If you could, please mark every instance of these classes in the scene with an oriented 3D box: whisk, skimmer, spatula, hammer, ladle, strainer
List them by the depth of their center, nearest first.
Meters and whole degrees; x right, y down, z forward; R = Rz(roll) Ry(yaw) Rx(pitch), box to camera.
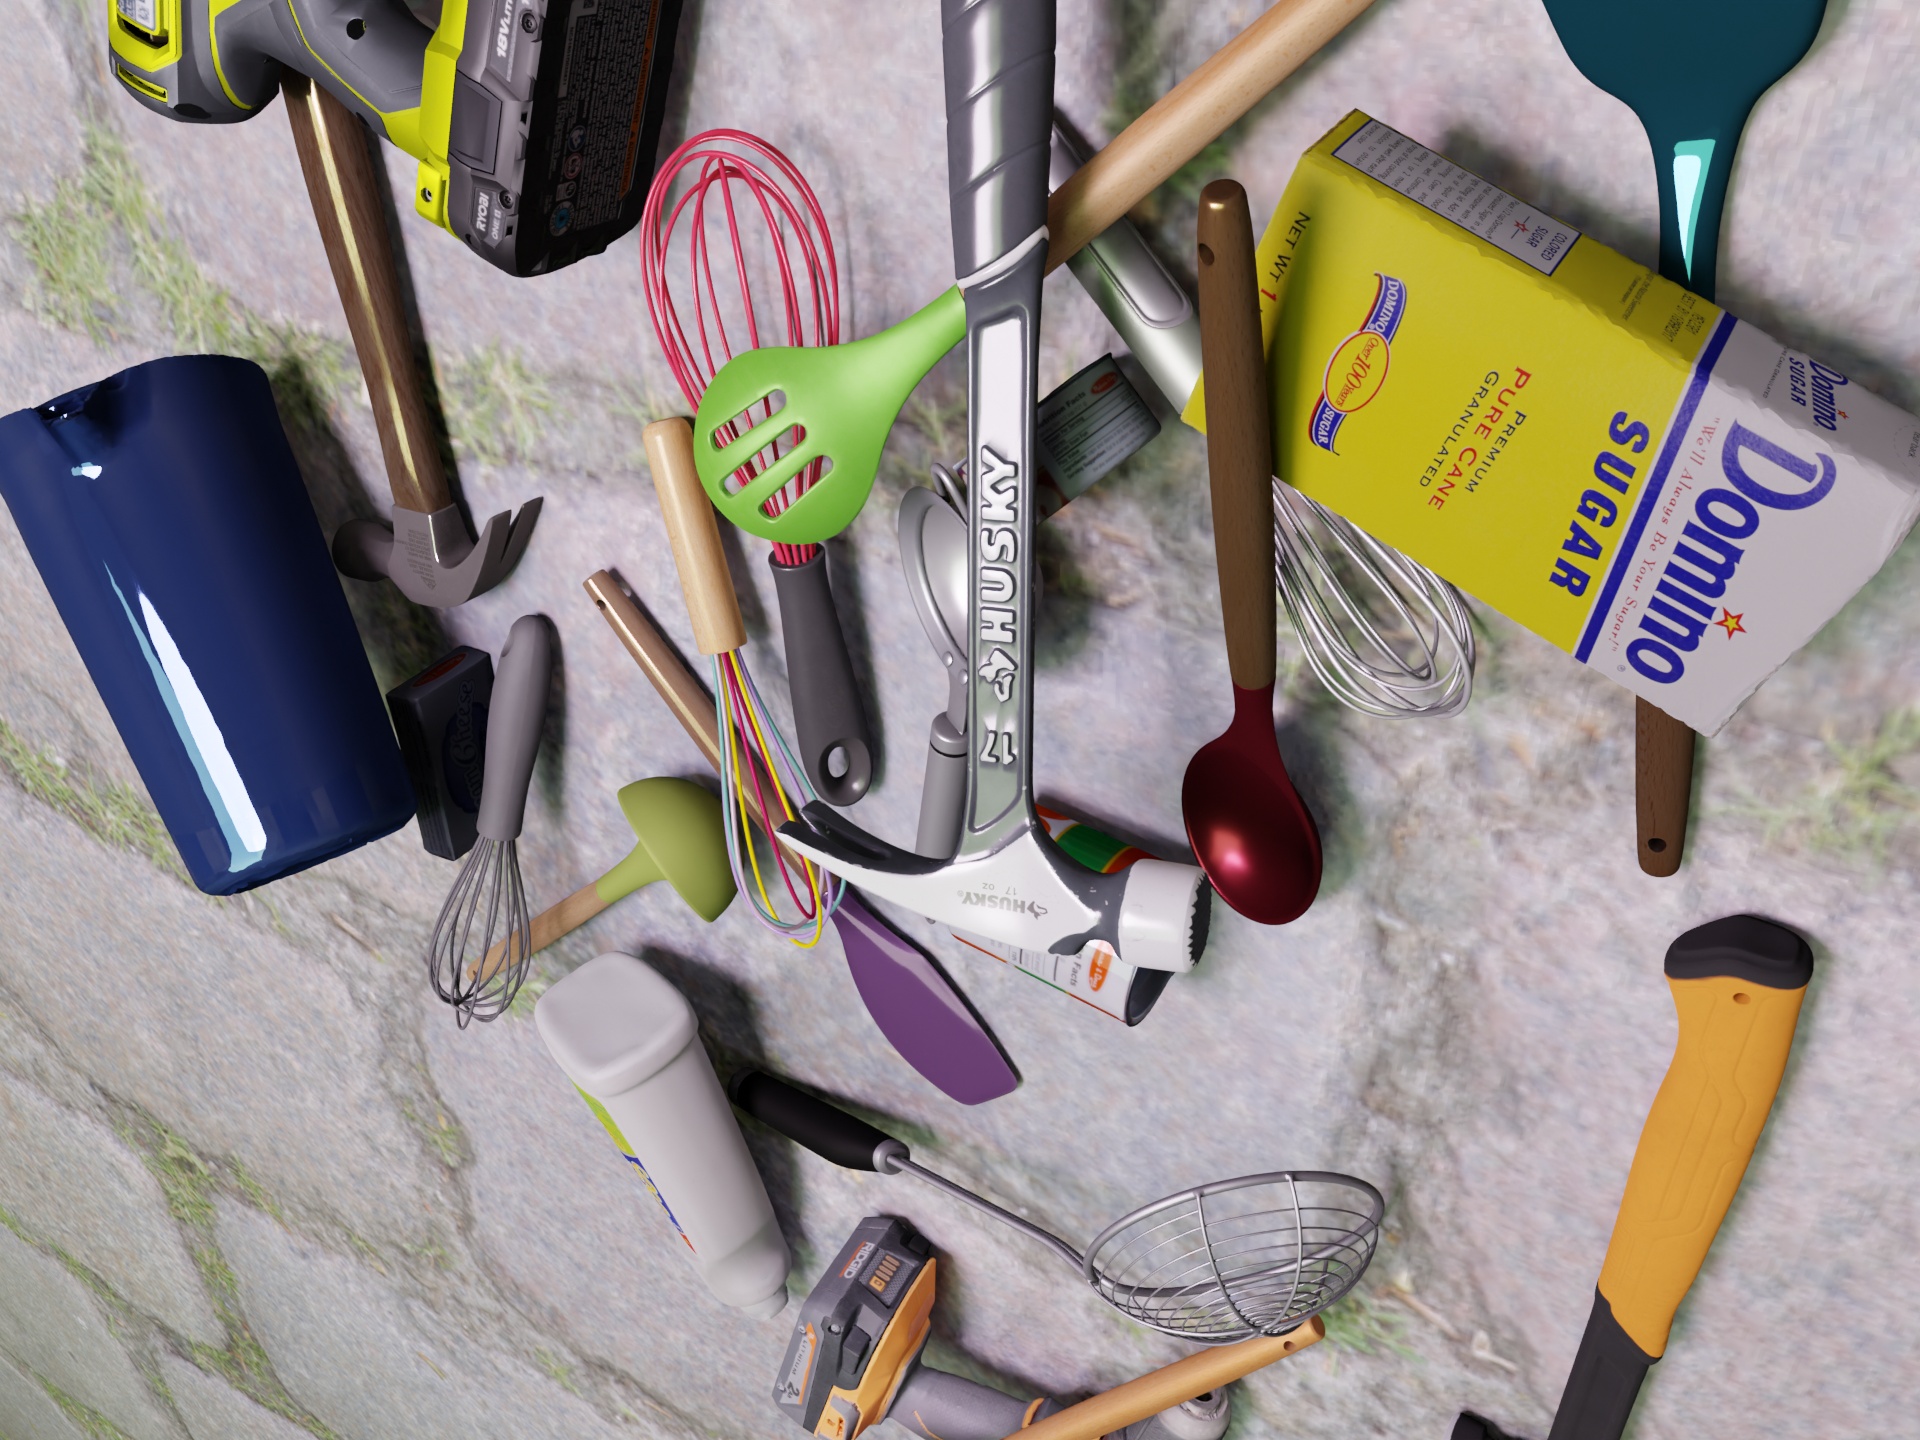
[{"bbox_3d":[0.198,-0.083,0.447,0.082,0.044,0.317,8,124,33],"label":"spatula"},{"bbox_3d":[0.008,-0.119,0.481,0.149,0.036,0.408,7,111,20],"label":"hammer"},{"bbox_3d":[0.090,-0.031,0.502,0.069,0.031,0.315,40,159,34],"label":"ladle"},{"bbox_3d":[0.086,-0.100,0.516,0.246,0.058,0.059,53,163,1],"label":"whisk"},{"bbox_3d":[0.266,0.214,0.598,0.127,0.034,0.336,18,127,27],"label":"hammer"},{"bbox_3d":[-0.067,-0.082,0.629,0.073,0.073,0.295,14,131,28],"label":"whisk"},{"bbox_3d":[-0.001,-0.002,0.646,0.087,0.050,0.258,51,148,35],"label":"strainer"},{"bbox_3d":[-0.095,-0.011,0.698,0.051,0.047,0.245,-15,106,-7],"label":"whisk"},{"bbox_3d":[-0.265,-0.202,0.710,0.130,0.031,0.331,15,125,28],"label":"hammer"},{"bbox_3d":[-0.080,0.060,0.757,0.060,0.018,0.316,-29,100,40],"label":"spatula"},{"bbox_3d":[0.021,0.202,0.759,0.363,0.090,0.127,12,162,43],"label":"skimmer"},{"bbox_3d":[0.040,0.351,0.762,0.322,0.041,0.081,-37,96,29],"label":"spatula"},{"bbox_3d":[-0.239,0.057,0.821,0.055,0.055,0.239,24,113,21],"label":"whisk"},{"bbox_3d":[-0.210,0.105,0.856,0.320,0.062,0.078,-31,96,46],"label":"ladle"}]

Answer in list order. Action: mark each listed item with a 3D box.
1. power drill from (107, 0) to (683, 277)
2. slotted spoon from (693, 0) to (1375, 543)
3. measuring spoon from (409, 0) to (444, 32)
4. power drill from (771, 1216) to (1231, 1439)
[{"bbox_3d":[-0.215,-0.273,0.571,0.223,0.080,0.171,31,128,13],"label":"power drill"},{"bbox_3d":[0.022,-0.149,0.497,0.313,0.031,0.070,-33,98,29],"label":"slotted spoon"},{"bbox_3d":[-0.184,-0.291,0.610,0.034,0.018,0.124,48,127,-1],"label":"measuring spoon"},{"bbox_3d":[0.024,0.356,0.837,0.226,0.084,0.185,28,128,13],"label":"power drill"}]
